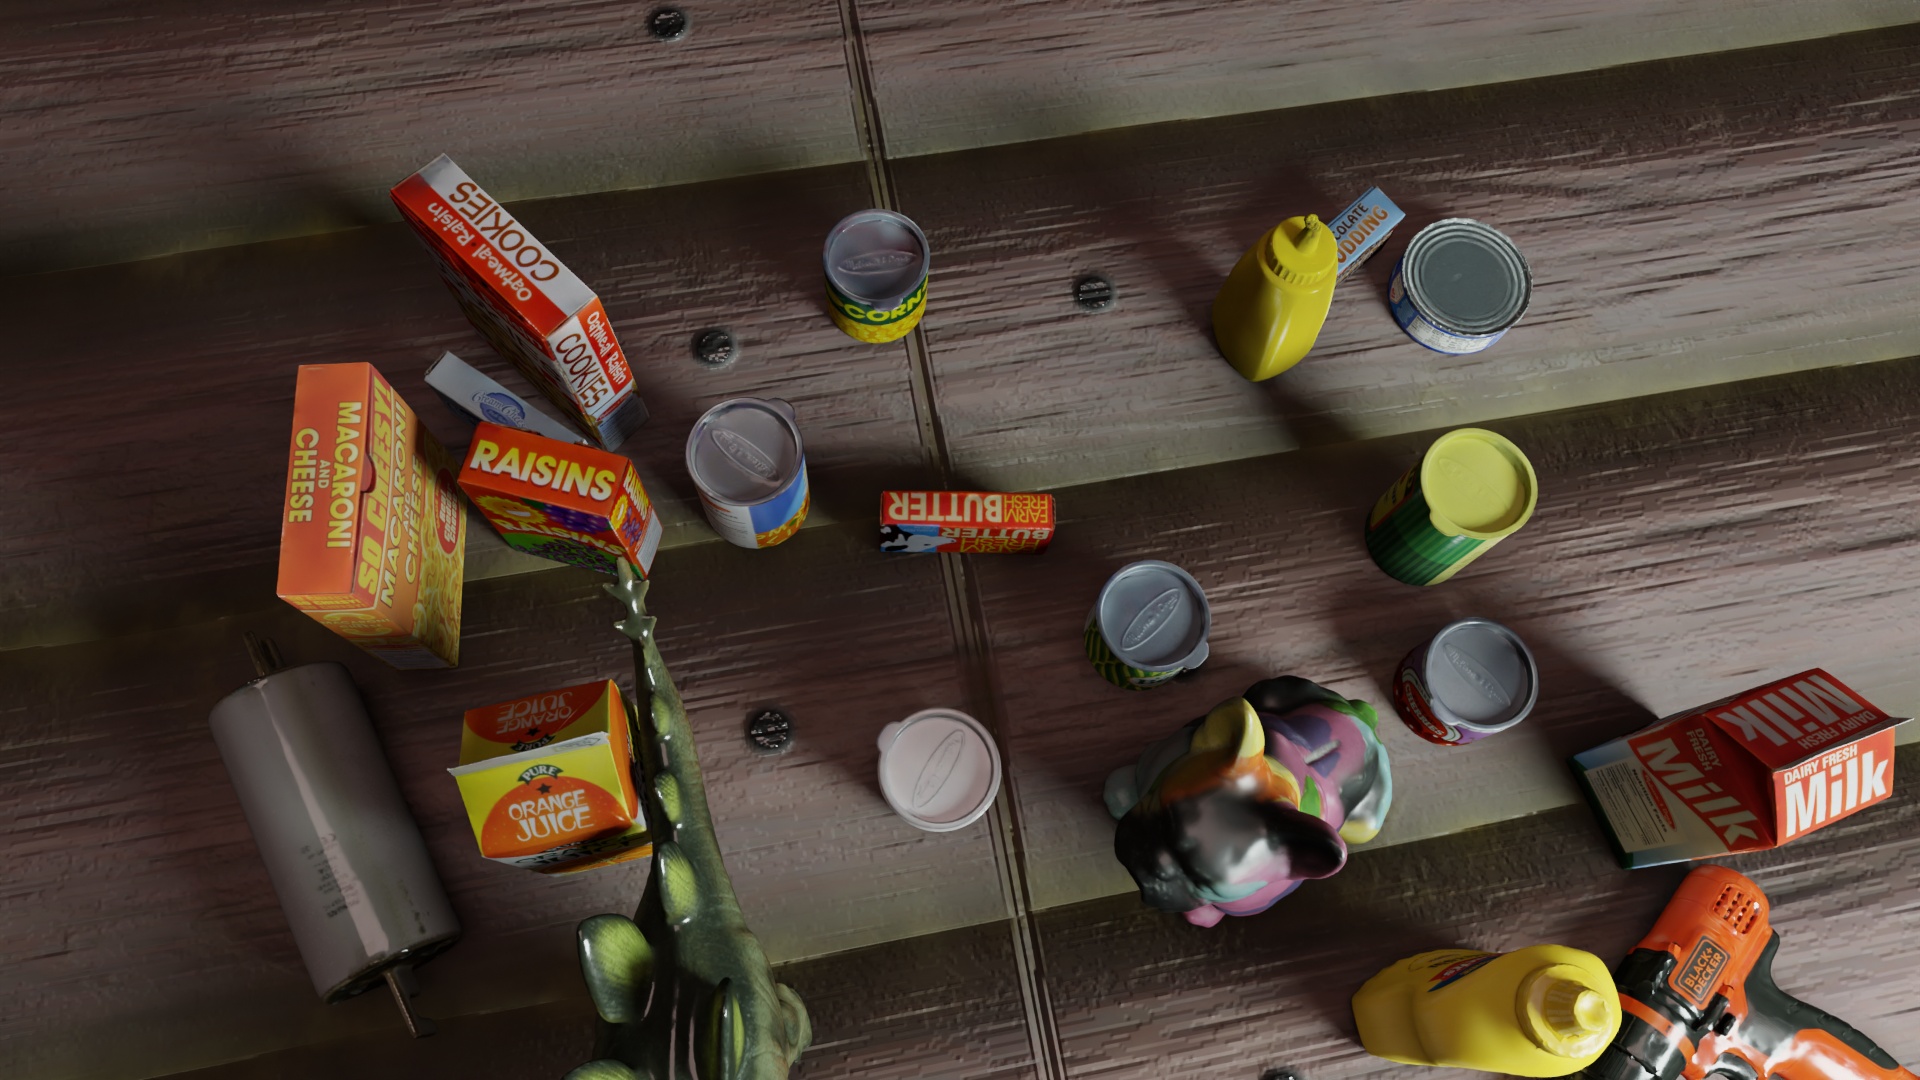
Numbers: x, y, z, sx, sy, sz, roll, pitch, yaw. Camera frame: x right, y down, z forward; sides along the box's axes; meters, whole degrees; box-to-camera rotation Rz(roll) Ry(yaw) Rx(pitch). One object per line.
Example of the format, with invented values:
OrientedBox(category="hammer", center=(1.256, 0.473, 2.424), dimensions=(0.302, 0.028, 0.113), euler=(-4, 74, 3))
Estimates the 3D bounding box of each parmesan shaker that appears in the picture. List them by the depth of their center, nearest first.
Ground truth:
OrientedBox(category="parmesan shaker", center=(0.286, -0.015, 0.824), dimensions=(0.071, 0.102, 0.071), euler=(1, 72, -3))

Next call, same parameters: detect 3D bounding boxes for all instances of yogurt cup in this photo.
OrientedBox(category="yogurt cup", center=(-0.013, 0.132, 0.786), dimensions=(0.072, 0.053, 0.072), euler=(1, 72, -3))

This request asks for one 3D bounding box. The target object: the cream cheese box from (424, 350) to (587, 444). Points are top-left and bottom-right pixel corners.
OrientedBox(category="cream cheese box", center=(-0.269, -0.070, 0.838), dimensions=(0.104, 0.053, 0.024), euler=(32, 74, 7))

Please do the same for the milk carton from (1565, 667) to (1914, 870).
OrientedBox(category="milk carton", center=(0.413, 0.123, 0.740), dimensions=(0.072, 0.190, 0.073), euler=(-20, 75, -9))

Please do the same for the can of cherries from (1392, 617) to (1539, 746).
OrientedBox(category="can of cherries", center=(0.293, 0.085, 0.815), dimensions=(0.071, 0.058, 0.071), euler=(1, 72, -3))

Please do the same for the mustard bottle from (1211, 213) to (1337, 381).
OrientedBox(category="mustard bottle", center=(0.194, -0.152, 0.834), dimensions=(0.049, 0.159, 0.065), euler=(-29, 76, -11))

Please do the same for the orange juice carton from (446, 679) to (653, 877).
OrientedBox(category="orange juice carton", center=(-0.198, 0.122, 0.706), dimensions=(0.072, 0.192, 0.073), euler=(-12, 73, -7))

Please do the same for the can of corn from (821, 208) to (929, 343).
OrientedBox(category="can of corn", center=(-0.053, -0.164, 0.878), dimensions=(0.071, 0.058, 0.071), euler=(1, 72, -3))

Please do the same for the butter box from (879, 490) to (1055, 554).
OrientedBox(category="butter box", center=(0.003, -0.010, 0.834), dimensions=(0.103, 0.053, 0.024), euler=(1, 72, -3))

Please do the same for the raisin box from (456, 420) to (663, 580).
OrientedBox(category="raisin box", center=(-0.222, -0.020, 0.788), dimensions=(0.086, 0.123, 0.040), euler=(14, 72, 2))

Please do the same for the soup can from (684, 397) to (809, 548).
OrientedBox(category="soup can", center=(-0.122, -0.040, 0.820), dimensions=(0.071, 0.083, 0.071), euler=(1, 72, -3))

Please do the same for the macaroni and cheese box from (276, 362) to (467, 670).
OrientedBox(category="macaroni and cheese box", center=(-0.313, -0.007, 0.756), dimensions=(0.040, 0.166, 0.124), euler=(-2, 72, -4))

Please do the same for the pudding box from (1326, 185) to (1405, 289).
OrientedBox(category="pudding box", center=(0.246, -0.188, 0.907), dimensions=(0.084, 0.049, 0.030), euler=(-40, 79, -14))

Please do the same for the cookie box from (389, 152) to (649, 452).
OrientedBox(category="cookie box", center=(-0.248, -0.129, 0.799), dimensions=(0.123, 0.167, 0.040), euler=(42, 75, 10))

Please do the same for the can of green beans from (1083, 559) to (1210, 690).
OrientedBox(category="can of green beans", center=(0.108, 0.051, 0.817), dimensions=(0.071, 0.057, 0.071), euler=(1, 72, -3))
